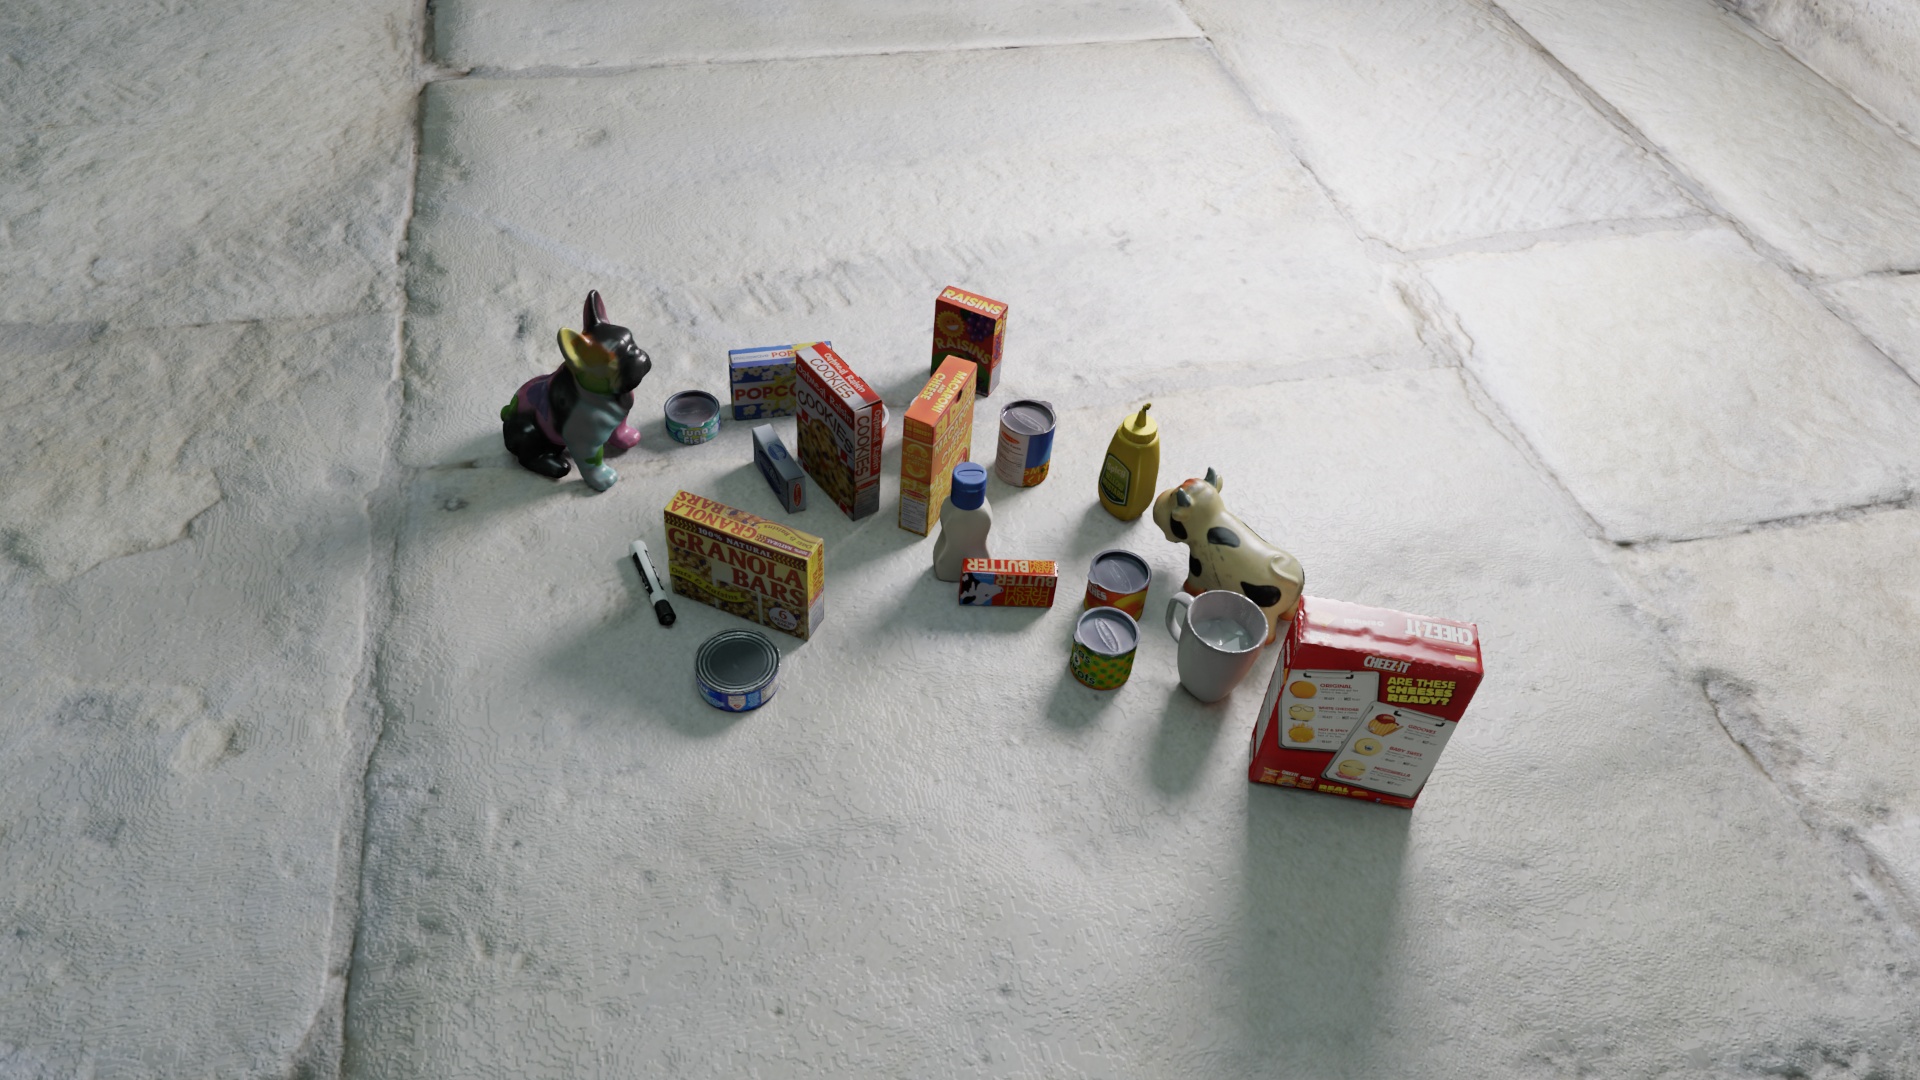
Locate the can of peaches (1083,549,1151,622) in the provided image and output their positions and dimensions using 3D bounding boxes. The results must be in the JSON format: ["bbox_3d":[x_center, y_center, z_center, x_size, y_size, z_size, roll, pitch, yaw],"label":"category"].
[{"bbox_3d":[0.167,0.053,1.499,0.071,0.057,0.071,3,45,-3],"label":"can of peaches"}]

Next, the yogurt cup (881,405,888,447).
[{"bbox_3d":[-0.120,-0.132,1.660,0.072,0.053,0.073,3,45,-3],"label":"yogurt cup"}]

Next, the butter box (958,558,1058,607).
[{"bbox_3d":[0.051,0.046,1.498,0.103,0.052,0.024,2,45,-4],"label":"butter box"}]

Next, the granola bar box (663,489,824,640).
[{"bbox_3d":[-0.224,0.027,1.440,0.166,0.123,0.039,19,46,13],"label":"granola bar box"}]

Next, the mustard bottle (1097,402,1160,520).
[{"bbox_3d":[0.196,-0.096,1.580,0.049,0.159,0.065,-27,53,-28],"label":"mustard bottle"}]

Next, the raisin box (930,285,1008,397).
[{"bbox_3d":[0.010,-0.250,1.744,0.086,0.122,0.040,22,47,16],"label":"raisin box"}]

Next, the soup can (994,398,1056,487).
[{"bbox_3d":[0.078,-0.116,1.643,0.071,0.083,0.072,3,45,-3],"label":"soup can"}]

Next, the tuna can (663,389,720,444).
[{"bbox_3d":[-0.322,-0.147,1.671,0.071,0.032,0.071,3,45,-3],"label":"tuna can"}]

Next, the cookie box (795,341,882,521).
[{"bbox_3d":[-0.138,-0.123,1.569,0.040,0.166,0.123,-25,52,-27],"label":"cookie box"}]

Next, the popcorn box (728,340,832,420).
[{"bbox_3d":[-0.217,-0.195,1.692,0.127,0.084,0.038,-7,46,-13],"label":"popcorn box"}]

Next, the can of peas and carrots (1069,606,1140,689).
[{"bbox_3d":[0.146,0.113,1.436,0.071,0.058,0.071,3,45,-3],"label":"can of peas and carrots"}]

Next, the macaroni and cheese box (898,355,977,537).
[{"bbox_3d":[-0.025,-0.106,1.564,0.040,0.165,0.124,19,46,13],"label":"macaroni and cheese box"}]

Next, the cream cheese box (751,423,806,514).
[{"bbox_3d":[-0.210,-0.083,1.603,0.024,0.053,0.104,-19,50,-23],"label":"cream cheese box"}]

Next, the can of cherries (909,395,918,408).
[{"bbox_3d":[-0.029,-0.138,1.672,0.071,0.058,0.072,3,45,-3],"label":"can of cherries"}]

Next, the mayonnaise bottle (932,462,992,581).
[{"bbox_3d":[0.005,-0.019,1.492,0.065,0.147,0.041,-3,45,-9],"label":"mayonnaise bottle"}]
